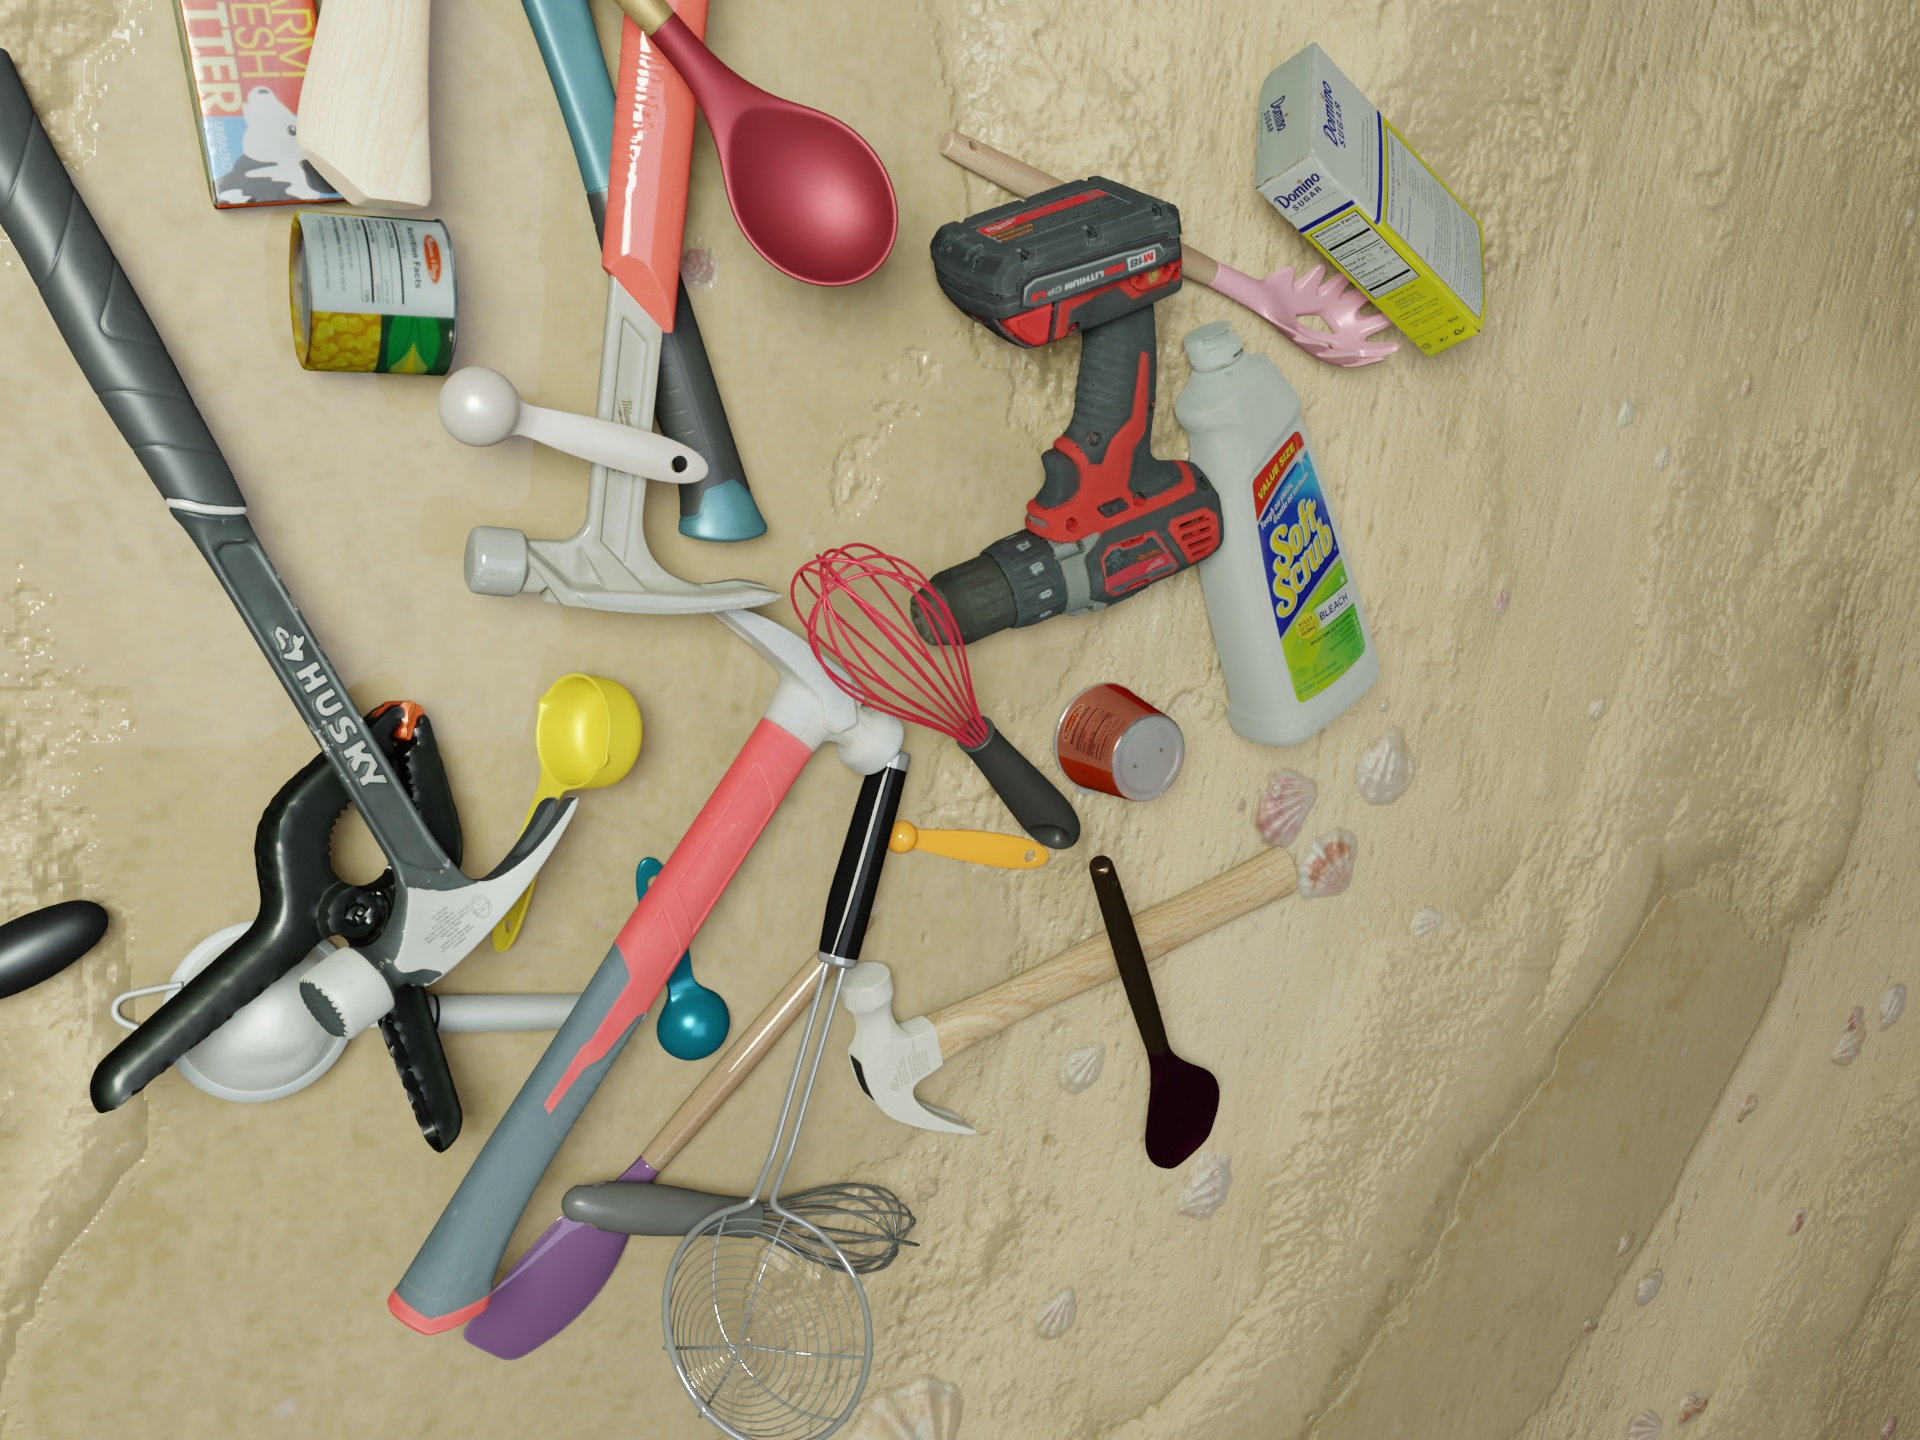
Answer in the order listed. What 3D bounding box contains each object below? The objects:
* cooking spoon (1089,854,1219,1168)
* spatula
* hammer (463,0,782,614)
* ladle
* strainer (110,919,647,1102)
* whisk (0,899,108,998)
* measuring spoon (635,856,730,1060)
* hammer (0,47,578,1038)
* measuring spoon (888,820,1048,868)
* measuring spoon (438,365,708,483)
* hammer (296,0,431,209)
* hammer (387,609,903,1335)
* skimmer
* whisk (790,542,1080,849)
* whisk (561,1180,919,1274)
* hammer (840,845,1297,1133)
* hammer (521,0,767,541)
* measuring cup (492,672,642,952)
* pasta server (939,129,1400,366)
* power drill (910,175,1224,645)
[{"bbox_3d":[0.121,0.192,1.014,0.069,0.017,0.318,-36,134,-18],"label":"cooking spoon"},{"bbox_3d":[-0.155,0.230,0.896,0.316,0.018,0.059,-49,128,-7],"label":"spatula"},{"bbox_3d":[-0.132,-0.225,0.713,0.149,0.037,0.359,1,106,-30],"label":"hammer"},{"bbox_3d":[-0.141,-0.303,0.645,0.069,0.031,0.315,-48,118,-4],"label":"ladle"},{"bbox_3d":[-0.273,0.144,0.786,0.258,0.050,0.087,6,87,-36],"label":"strainer"},{"bbox_3d":[-0.490,0.151,0.646,0.284,0.070,0.070,-30,119,-25],"label":"whisk"},{"bbox_3d":[-0.152,0.133,0.863,0.042,0.021,0.128,-22,117,-24],"label":"measuring spoon"},{"bbox_3d":[-0.300,-0.073,0.668,0.149,0.036,0.408,-40,115,-40],"label":"hammer"},{"bbox_3d":[0.007,0.076,0.948,0.116,0.011,0.021,11,100,-33],"label":"measuring spoon"},{"bbox_3d":[-0.165,-0.124,0.697,0.124,0.018,0.034,12,101,-33],"label":"measuring spoon"},{"bbox_3d":[-0.213,-0.411,0.617,0.146,0.038,0.410,-2,100,-31],"label":"hammer"},{"bbox_3d":[-0.179,0.124,0.807,0.143,0.038,0.386,40,76,-34],"label":"hammer"},{"bbox_3d":[-0.068,0.193,0.855,0.127,0.090,0.363,18,84,-32],"label":"skimmer"},{"bbox_3d":[-0.001,-0.003,0.871,0.073,0.073,0.295,-50,137,-8],"label":"whisk"},{"bbox_3d":[-0.119,0.286,0.909,0.238,0.055,0.055,19,95,-38],"label":"whisk"},{"bbox_3d":[0.081,0.157,1.007,0.331,0.031,0.130,-21,115,-24],"label":"hammer"},{"bbox_3d":[-0.157,-0.234,0.737,0.128,0.033,0.330,-26,117,-21],"label":"hammer"},{"bbox_3d":[-0.200,0.049,0.799,0.029,0.062,0.156,2,117,-50],"label":"measuring cup"},{"bbox_3d":[0.126,-0.266,0.895,0.316,0.040,0.060,15,68,-32],"label":"pasta server"},{"bbox_3d":[0.045,-0.153,0.851,0.188,0.080,0.226,-23,126,-15],"label":"power drill"}]
